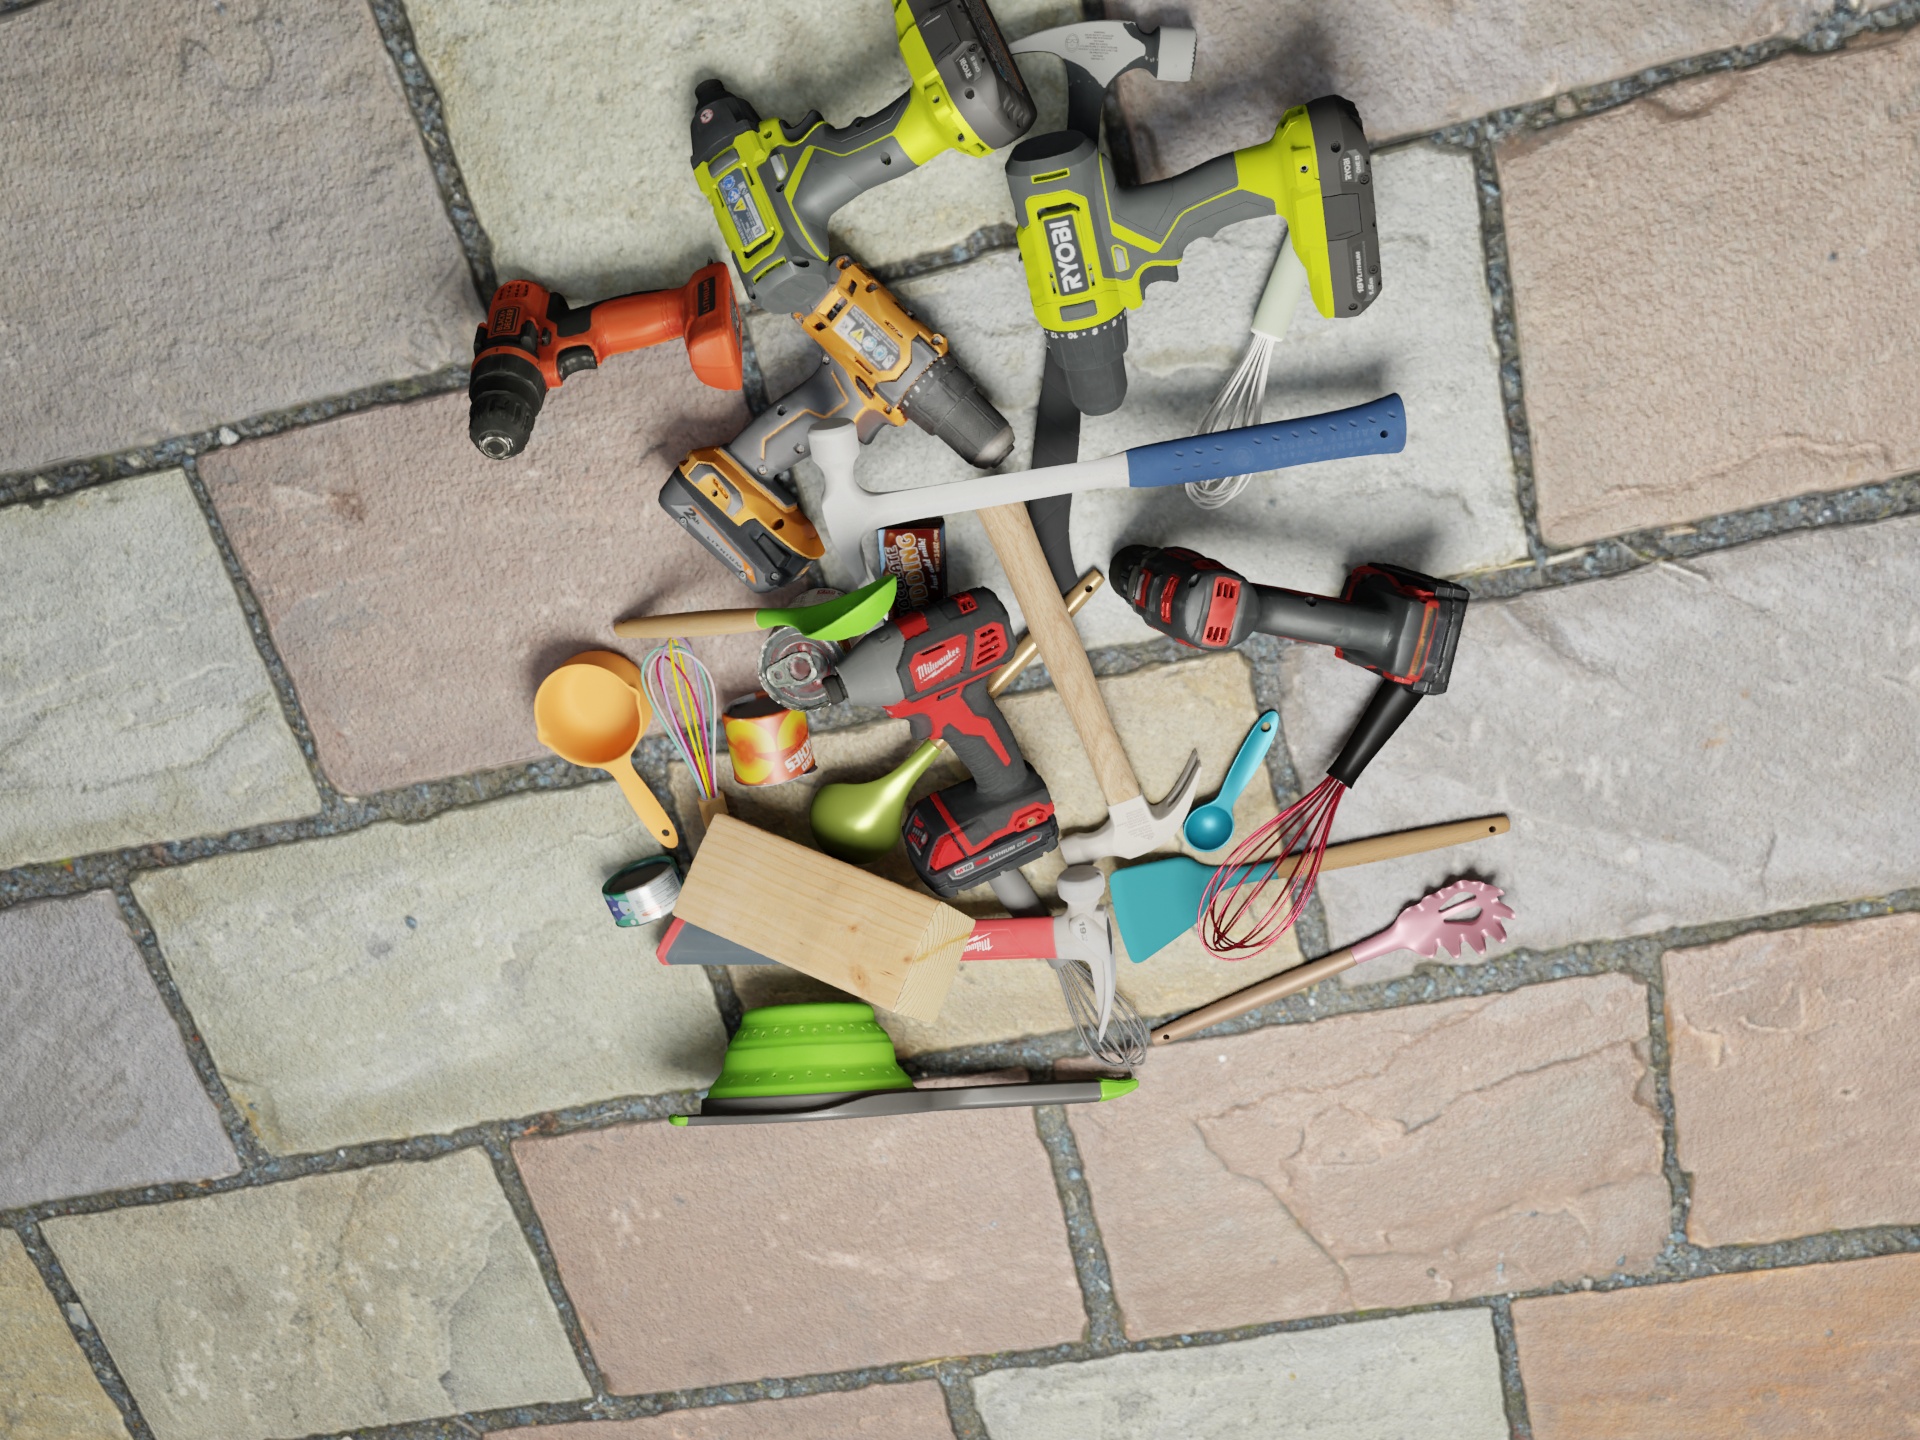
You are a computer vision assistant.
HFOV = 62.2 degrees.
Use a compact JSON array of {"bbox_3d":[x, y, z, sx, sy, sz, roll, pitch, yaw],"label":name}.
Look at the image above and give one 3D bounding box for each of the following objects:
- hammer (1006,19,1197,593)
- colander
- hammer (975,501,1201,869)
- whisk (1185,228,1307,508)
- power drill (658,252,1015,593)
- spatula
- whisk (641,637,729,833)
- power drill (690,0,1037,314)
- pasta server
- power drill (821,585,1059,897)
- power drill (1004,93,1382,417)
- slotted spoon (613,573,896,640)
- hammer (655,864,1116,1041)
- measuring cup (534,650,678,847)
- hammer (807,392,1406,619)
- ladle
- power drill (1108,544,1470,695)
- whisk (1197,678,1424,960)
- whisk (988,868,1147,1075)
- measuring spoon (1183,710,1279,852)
[{"bbox_3d":[0.072,-0.281,1.140,0.149,0.036,0.408,6,112,5],"label":"hammer"},{"bbox_3d":[-0.046,0.283,1.343,0.397,0.204,0.094,-1,77,-11],"label":"colander"},{"bbox_3d":[0.089,-0.033,1.214,0.130,0.031,0.331,-21,117,8],"label":"hammer"},{"bbox_3d":[0.214,-0.267,1.129,0.057,0.059,0.246,5,113,-37],"label":"whisk"},{"bbox_3d":[-0.087,-0.195,1.158,0.185,0.084,0.226,42,106,-1],"label":"power drill"},{"bbox_3d":[0.280,0.120,1.273,0.317,0.044,0.082,-13,104,10],"label":"spatula"},{"bbox_3d":[-0.209,0.044,1.289,0.051,0.047,0.244,-24,119,-27],"label":"whisk"},{"bbox_3d":[-0.077,-0.401,1.061,0.223,0.080,0.171,-27,78,22],"label":"power drill"},{"bbox_3d":[0.299,0.207,1.308,0.316,0.040,0.060,-26,95,16],"label":"pasta server"},{"bbox_3d":[-0.012,0.017,1.191,0.143,0.079,0.219,-23,123,-10],"label":"power drill"},{"bbox_3d":[0.156,-0.306,1.054,0.228,0.080,0.190,-9,126,12],"label":"power drill"},{"bbox_3d":[-0.159,-0.074,1.163,0.314,0.070,0.031,-1,123,44],"label":"slotted spoon"},{"bbox_3d":[-0.065,0.198,1.317,0.386,0.038,0.143,-4,108,14],"label":"hammer"},{"bbox_3d":[-0.271,0.023,1.287,0.095,0.052,0.173,-24,109,14],"label":"measuring cup"},{"bbox_3d":[0.106,-0.168,1.109,0.405,0.035,0.144,-9,116,1],"label":"hammer"},{"bbox_3d":[-0.002,-0.004,1.260,0.078,0.062,0.320,41,103,-14],"label":"ladle"},{"bbox_3d":[0.225,-0.084,1.148,0.226,0.188,0.080,7,102,-16],"label":"power drill"},{"bbox_3d":[0.279,0.062,1.222,0.073,0.073,0.296,33,96,-8],"label":"whisk"},{"bbox_3d":[0.084,0.200,1.324,0.055,0.055,0.239,-31,102,16],"label":"whisk"},{"bbox_3d":[0.217,0.046,1.268,0.042,0.021,0.128,24,103,-16],"label":"measuring spoon"}]
